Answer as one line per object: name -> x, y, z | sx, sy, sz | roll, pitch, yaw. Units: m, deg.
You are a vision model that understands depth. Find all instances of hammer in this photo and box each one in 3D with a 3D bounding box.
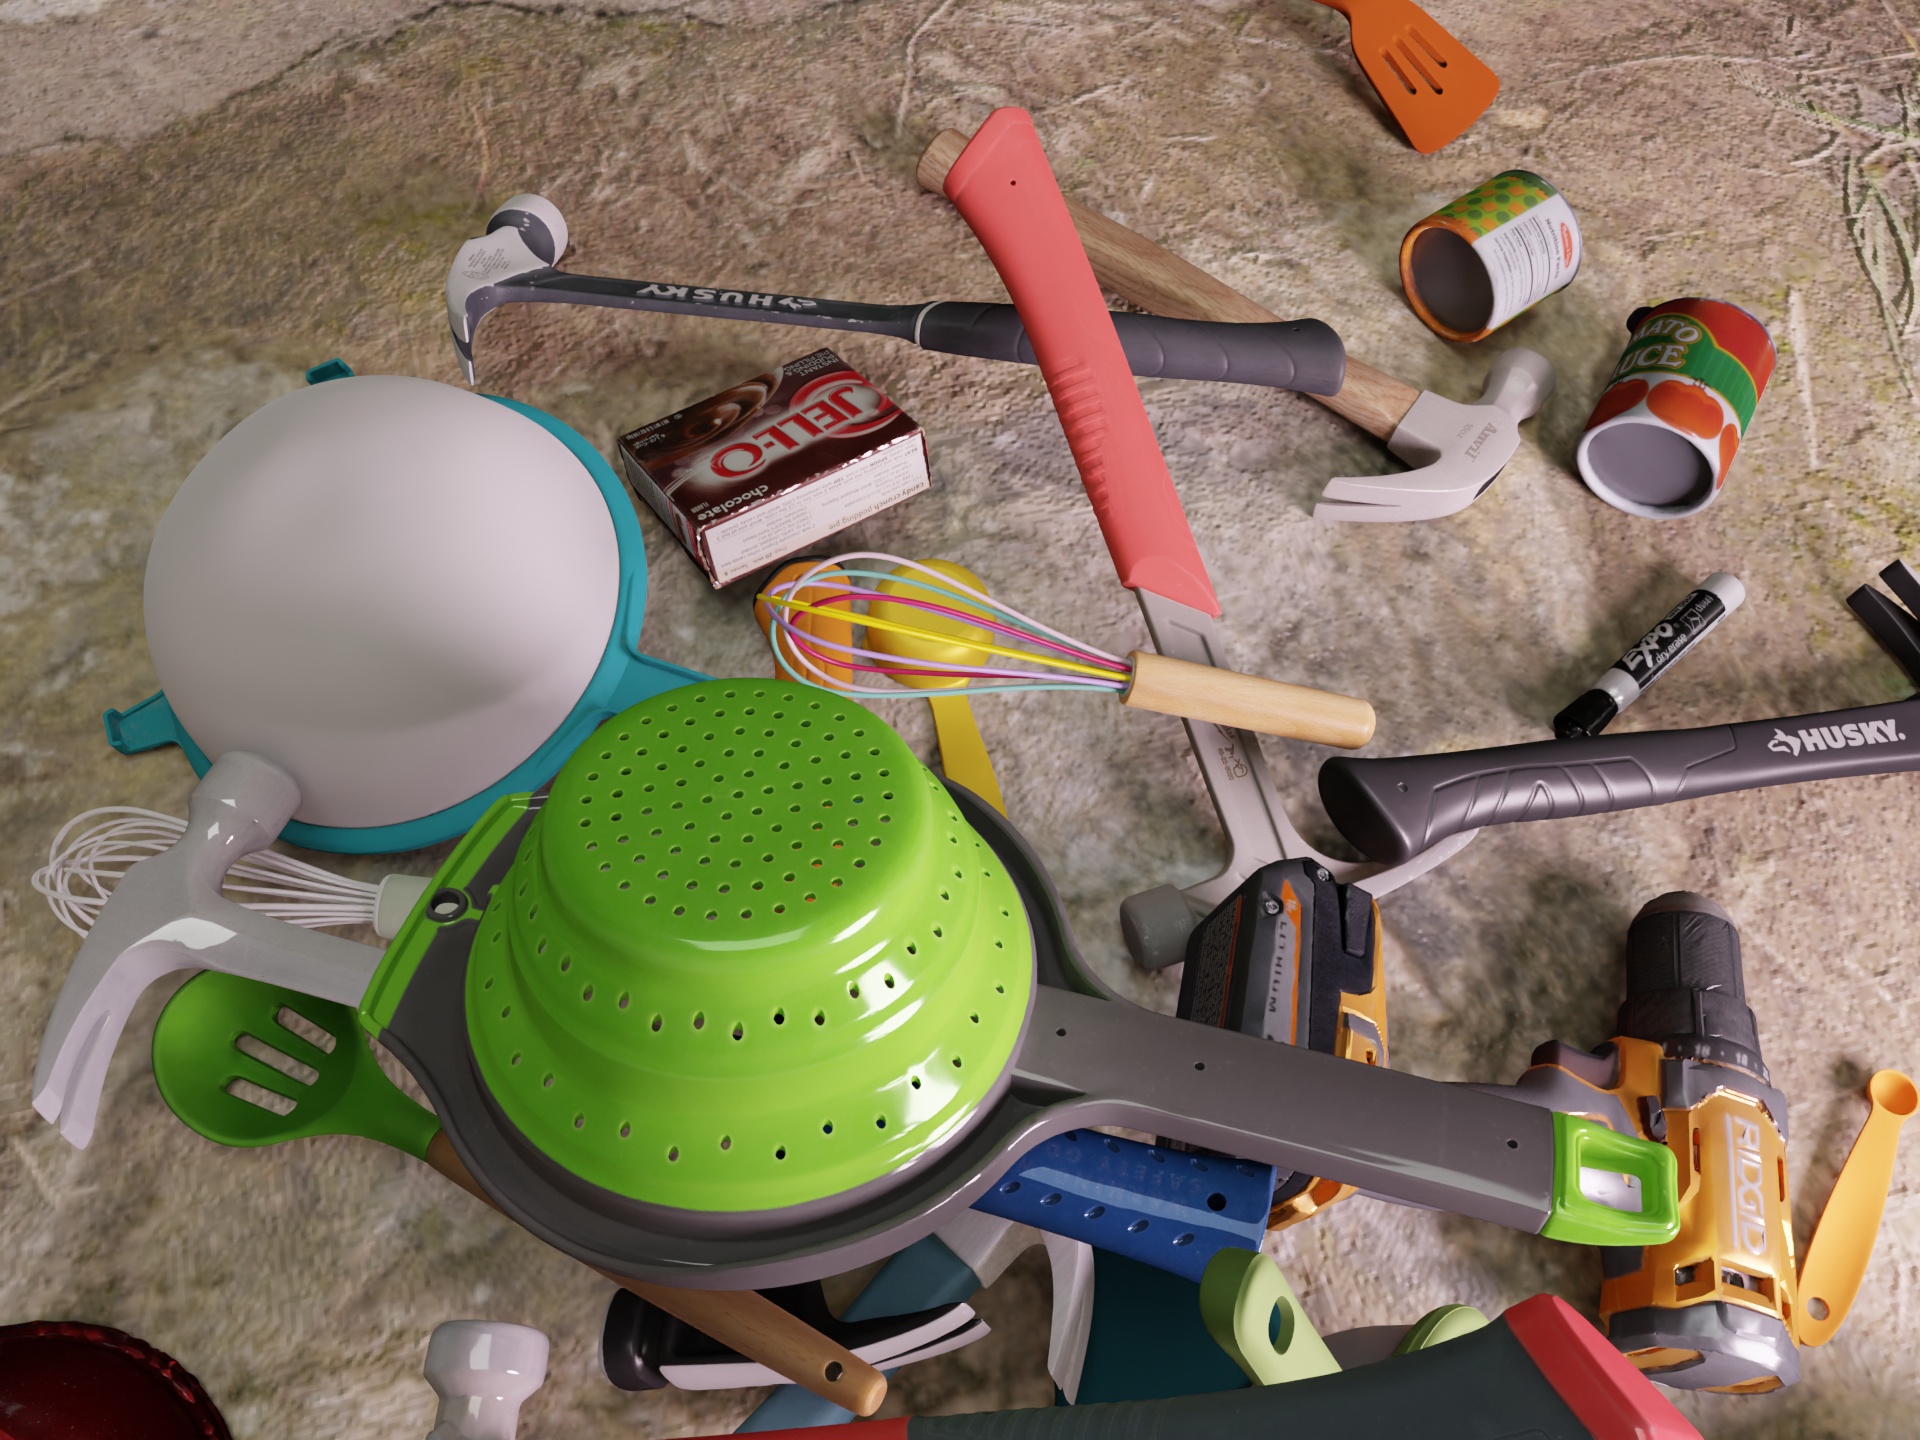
hammer -> -0.056, 0.072, 0.602 | 0.127, 0.034, 0.337 | -10, 54, 13
hammer -> 0.301, 0.012, 0.653 | 0.334, 0.035, 0.146 | -5, 63, -16
hammer -> -0.083, 0.260, 0.518 | 0.331, 0.033, 0.128 | -44, 51, -18
hammer -> 0.118, -0.203, 0.784 | 0.331, 0.031, 0.130 | 33, 65, 14
hammer -> 0.083, -0.088, 0.660 | 0.149, 0.036, 0.359 | -18, 84, -11
hammer -> -0.031, -0.181, 0.722 | 0.409, 0.036, 0.149 | 6, 37, 2
hammer -> -0.018, 0.207, 0.390 | 0.386, 0.038, 0.143 | -21, 52, 33
hammer -> -0.104, 0.115, 0.516 | 0.405, 0.035, 0.144 | 13, 53, 12

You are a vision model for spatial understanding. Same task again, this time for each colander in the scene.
colander -> 0.015, 0.071, 0.465 | 0.397, 0.094, 0.205 | 12, 45, 10

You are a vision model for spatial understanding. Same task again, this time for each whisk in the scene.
whisk -> -0.231, 0.071, 0.617 | 0.246, 0.059, 0.058 | 7, 100, -4
whisk -> 0.043, -0.019, 0.602 | 0.245, 0.047, 0.051 | 11, 66, -10

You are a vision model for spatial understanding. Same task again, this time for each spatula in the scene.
spatula -> -0.022, 0.286, 0.514 | 0.317, 0.044, 0.082 | -39, 51, -19
spatula -> 0.158, -0.428, 0.910 | 0.323, 0.041, 0.081 | 37, 66, 20

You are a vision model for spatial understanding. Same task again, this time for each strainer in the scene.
strainer -> -0.181, -0.041, 0.611 | 0.340, 0.095, 0.211 | 18, 73, 17
strainer -> 0.097, 0.219, 0.470 | 0.069, 0.256, 0.151 | 3, 49, 37

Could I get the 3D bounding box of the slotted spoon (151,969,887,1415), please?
slotted spoon -> -0.158, 0.157, 0.539 | 0.314, 0.031, 0.070 | 19, 65, 26

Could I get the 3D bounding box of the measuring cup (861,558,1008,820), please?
measuring cup -> -0.001, -0.002, 0.672 | 0.062, 0.029, 0.157 | -11, 62, -9

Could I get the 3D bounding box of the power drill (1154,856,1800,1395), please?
power drill -> 0.197, 0.123, 0.582 | 0.226, 0.084, 0.185 | 19, 57, -6

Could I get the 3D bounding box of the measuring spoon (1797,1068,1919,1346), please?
measuring spoon -> 0.340, 0.185, 0.608 | 0.021, 0.011, 0.117 | 29, 68, 12
